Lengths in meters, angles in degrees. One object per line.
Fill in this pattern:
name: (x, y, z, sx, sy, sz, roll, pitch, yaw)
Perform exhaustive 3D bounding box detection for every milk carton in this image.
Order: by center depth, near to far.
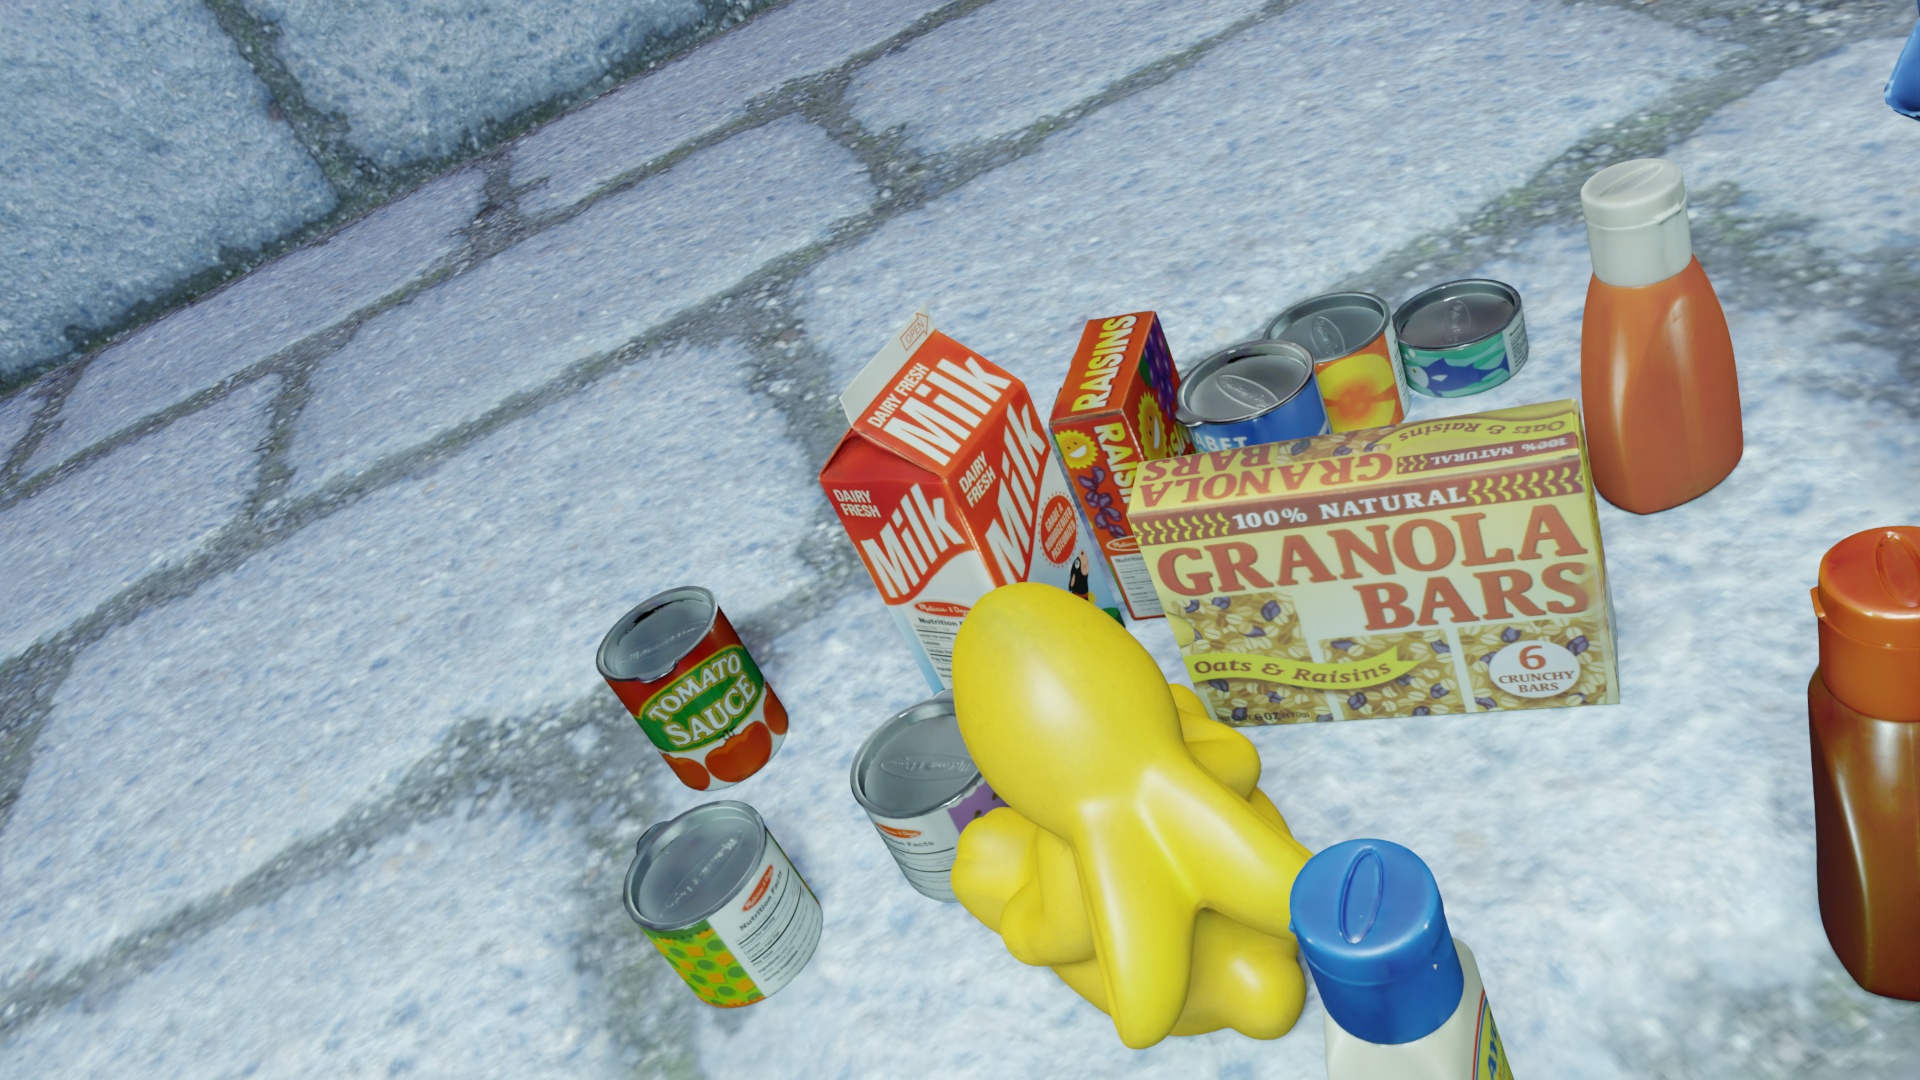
milk carton: (0.002, -0.008, 0.627, 0.073, 0.189, 0.073, 2, 42, 37)

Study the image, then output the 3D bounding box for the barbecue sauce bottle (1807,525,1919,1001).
barbecue sauce bottle: (0.264, 0.063, 0.391, 0.043, 0.148, 0.065, -7, 37, 27)

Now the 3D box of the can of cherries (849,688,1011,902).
can of cherries: (-0.004, 0.108, 0.591, 0.071, 0.058, 0.072, -18, 34, 13)

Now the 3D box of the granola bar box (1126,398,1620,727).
granola bar box: (0.163, 0.016, 0.547, 0.165, 0.123, 0.039, -8, 37, 26)

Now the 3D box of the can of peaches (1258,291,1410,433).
can of peaches: (0.196, -0.088, 0.730, 0.071, 0.057, 0.071, -18, 34, 13)

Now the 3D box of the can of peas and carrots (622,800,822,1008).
can of peas and carrots: (-0.102, 0.154, 0.593, 0.071, 0.058, 0.071, -18, 34, 13)

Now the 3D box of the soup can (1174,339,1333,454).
soup can: (0.147, -0.044, 0.678, 0.071, 0.083, 0.072, -18, 34, 13)

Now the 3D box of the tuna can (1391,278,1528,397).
tuna can: (0.261, -0.107, 0.734, 0.071, 0.032, 0.071, -18, 34, 12)

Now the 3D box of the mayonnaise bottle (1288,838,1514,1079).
mayonnaise bottle: (0.125, 0.141, 0.376, 0.041, 0.147, 0.065, -4, 39, 30)

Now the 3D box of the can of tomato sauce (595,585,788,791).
can of tomato sauce: (-0.133, 0.076, 0.700, 0.071, 0.082, 0.071, -18, 34, 13)

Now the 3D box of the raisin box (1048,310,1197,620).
raisin box: (0.088, -0.036, 0.670, 0.040, 0.123, 0.086, -7, 37, 27)

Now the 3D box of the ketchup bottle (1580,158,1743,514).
ketchup bottle: (0.288, -0.084, 0.578, 0.065, 0.148, 0.044, -30, 33, -6)
